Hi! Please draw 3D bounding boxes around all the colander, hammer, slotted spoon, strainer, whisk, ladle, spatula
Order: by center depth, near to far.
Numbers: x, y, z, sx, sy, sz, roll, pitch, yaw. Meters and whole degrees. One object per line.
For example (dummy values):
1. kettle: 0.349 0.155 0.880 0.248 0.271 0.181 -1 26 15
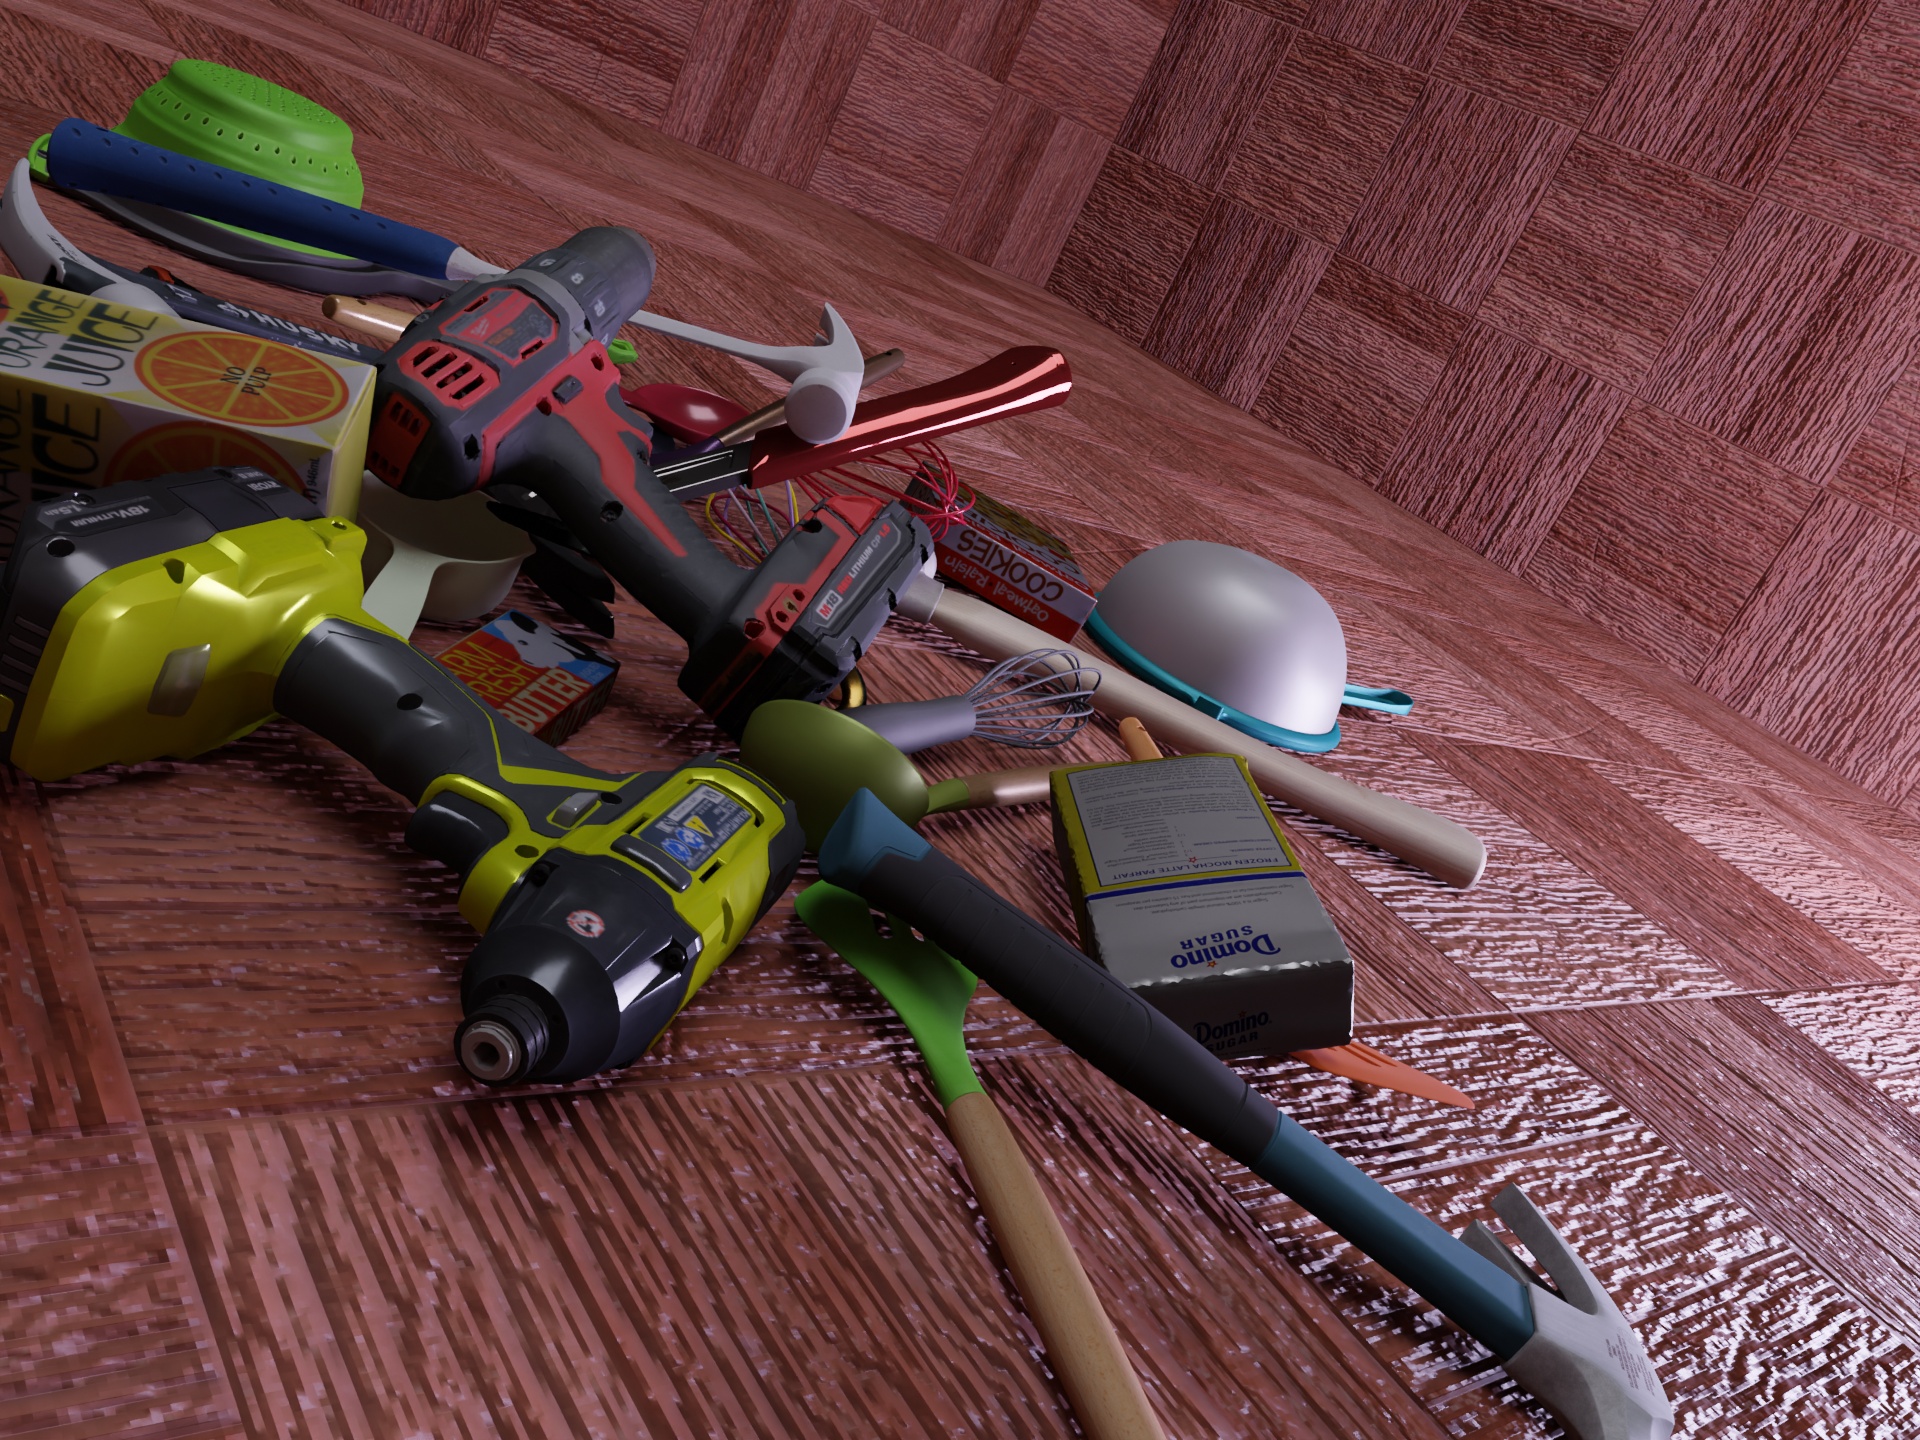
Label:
1. slotted spoon: 0.013 0.136 0.481 0.070 0.031 0.314 18 22 -31
2. hammer: 0.089 0.131 0.529 0.331 0.033 0.128 36 19 4
3. ladle: 0.012 0.020 0.731 0.078 0.062 0.320 9 6 30
4. spatula: 0.128 0.076 0.742 0.081 0.041 0.323 18 24 -22
5. whisk: 0.000 -0.002 0.784 0.055 0.055 0.239 37 26 26
6. hammer: -0.282 -0.178 0.810 0.149 0.036 0.408 40 15 22
7. hammer: -0.246 -0.230 0.812 0.405 0.035 0.144 15 27 -6
8. hammer: -0.074 -0.143 0.851 0.359 0.036 0.149 -22 49 -34
9. ladle: -0.215 -0.186 0.861 0.069 0.031 0.315 36 15 23
10. whisk: -0.099 -0.081 0.878 0.047 0.051 0.245 -5 35 -19
11. spatula: -0.127 -0.167 0.923 0.060 0.018 0.316 28 41 21
12. hammer: 0.128 0.006 0.944 0.410 0.038 0.146 26 21 -5
13. whisk: -0.103 -0.167 0.998 0.296 0.073 0.073 24 13 40
14. colander: -0.394 -0.344 1.071 0.396 0.094 0.205 15 23 -30
15. strainer: 0.247 -0.063 1.182 0.340 0.095 0.211 9 26 -39

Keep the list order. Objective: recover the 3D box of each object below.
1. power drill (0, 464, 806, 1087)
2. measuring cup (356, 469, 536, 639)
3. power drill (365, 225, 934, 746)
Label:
1. power drill: -0.169 0.017 0.477 0.223 0.080 0.171 31 19 3
2. measuring cup: -0.224 -0.049 0.639 0.083 0.038 0.168 20 28 -16
3. power drill: -0.125 -0.113 0.691 0.226 0.080 0.188 38 43 -8
